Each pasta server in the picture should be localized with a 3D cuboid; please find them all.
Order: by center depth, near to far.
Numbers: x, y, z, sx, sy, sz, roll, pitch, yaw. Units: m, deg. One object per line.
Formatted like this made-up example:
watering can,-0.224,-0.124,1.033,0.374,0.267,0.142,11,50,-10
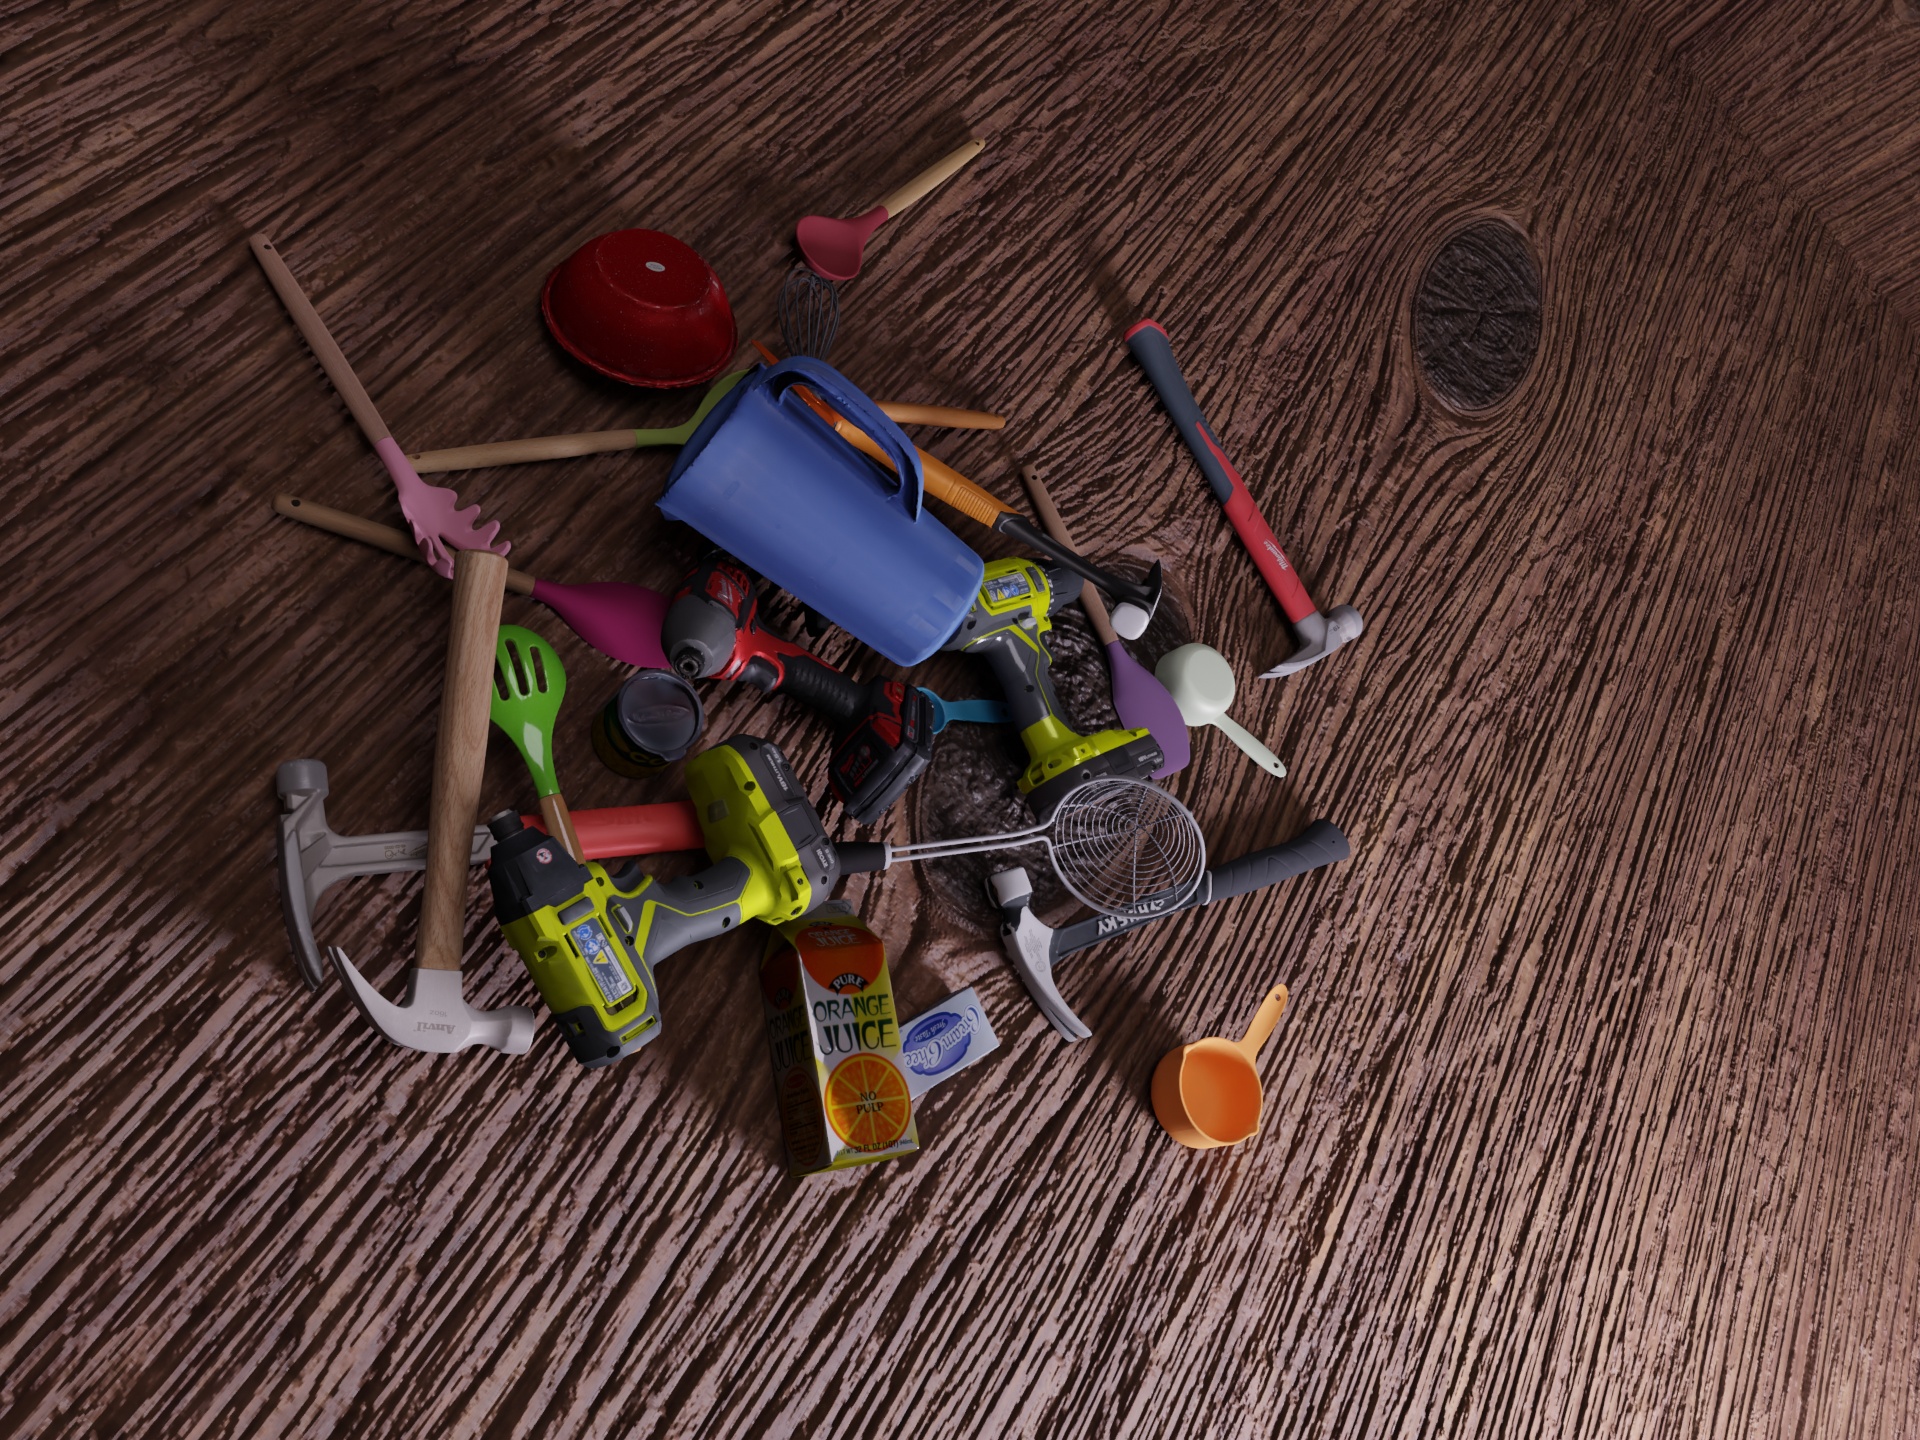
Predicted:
pasta server,-0.424,-0.225,1.139,0.060,0.040,0.316,-26,79,-48

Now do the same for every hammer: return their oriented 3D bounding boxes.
hammer,-0.332,0.047,1.038,0.130,0.031,0.331,11,73,-33
hammer,-0.282,0.091,1.111,0.359,0.036,0.149,-3,72,-34
hammer,0.026,-0.187,1.385,0.337,0.034,0.127,31,28,-1
hammer,0.205,0.157,1.401,0.409,0.036,0.149,-14,79,-37
hammer,0.262,-0.228,1.601,0.143,0.038,0.386,-28,87,-36

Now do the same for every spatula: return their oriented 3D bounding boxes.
spatula,-0.056,-0.272,1.361,0.322,0.041,0.081,-8,51,-52
spatula,0.130,-0.095,1.469,0.060,0.018,0.316,-24,84,-21

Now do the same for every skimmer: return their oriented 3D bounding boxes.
skimmer,0.008,0.111,1.221,0.363,0.127,0.090,-5,28,-21

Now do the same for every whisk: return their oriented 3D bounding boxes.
whisk,-0.131,-0.291,1.350,0.055,0.055,0.239,15,57,-27

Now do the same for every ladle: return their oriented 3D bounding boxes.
ladle,-0.278,-0.227,1.239,0.320,0.062,0.078,-14,53,-33
ladle,-0.060,-0.495,1.513,0.069,0.031,0.315,49,51,-9

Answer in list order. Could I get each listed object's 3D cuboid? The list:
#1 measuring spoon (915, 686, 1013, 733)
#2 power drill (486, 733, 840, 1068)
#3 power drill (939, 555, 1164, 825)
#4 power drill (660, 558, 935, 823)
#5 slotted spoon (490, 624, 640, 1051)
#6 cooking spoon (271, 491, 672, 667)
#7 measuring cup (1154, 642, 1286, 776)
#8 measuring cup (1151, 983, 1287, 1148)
measuring spoon,-0.002,-0.004,1.351,0.128,0.021,0.042,1,67,-42
power drill,-0.201,0.103,1.068,0.223,0.080,0.171,-31,95,-44
power drill,0.079,-0.038,1.376,0.190,0.080,0.228,-19,79,-47
power drill,-0.128,-0.025,1.204,0.219,0.078,0.143,36,22,-16
slotted spoon,-0.270,0.076,1.086,0.070,0.031,0.314,-15,80,-29
cooking spoon,-0.340,-0.106,1.169,0.318,0.017,0.069,18,60,-26
measuring cup,0.256,-0.007,1.500,0.167,0.038,0.083,41,54,-9
measuring cup,0.224,0.287,1.347,0.095,0.052,0.174,49,51,-6
